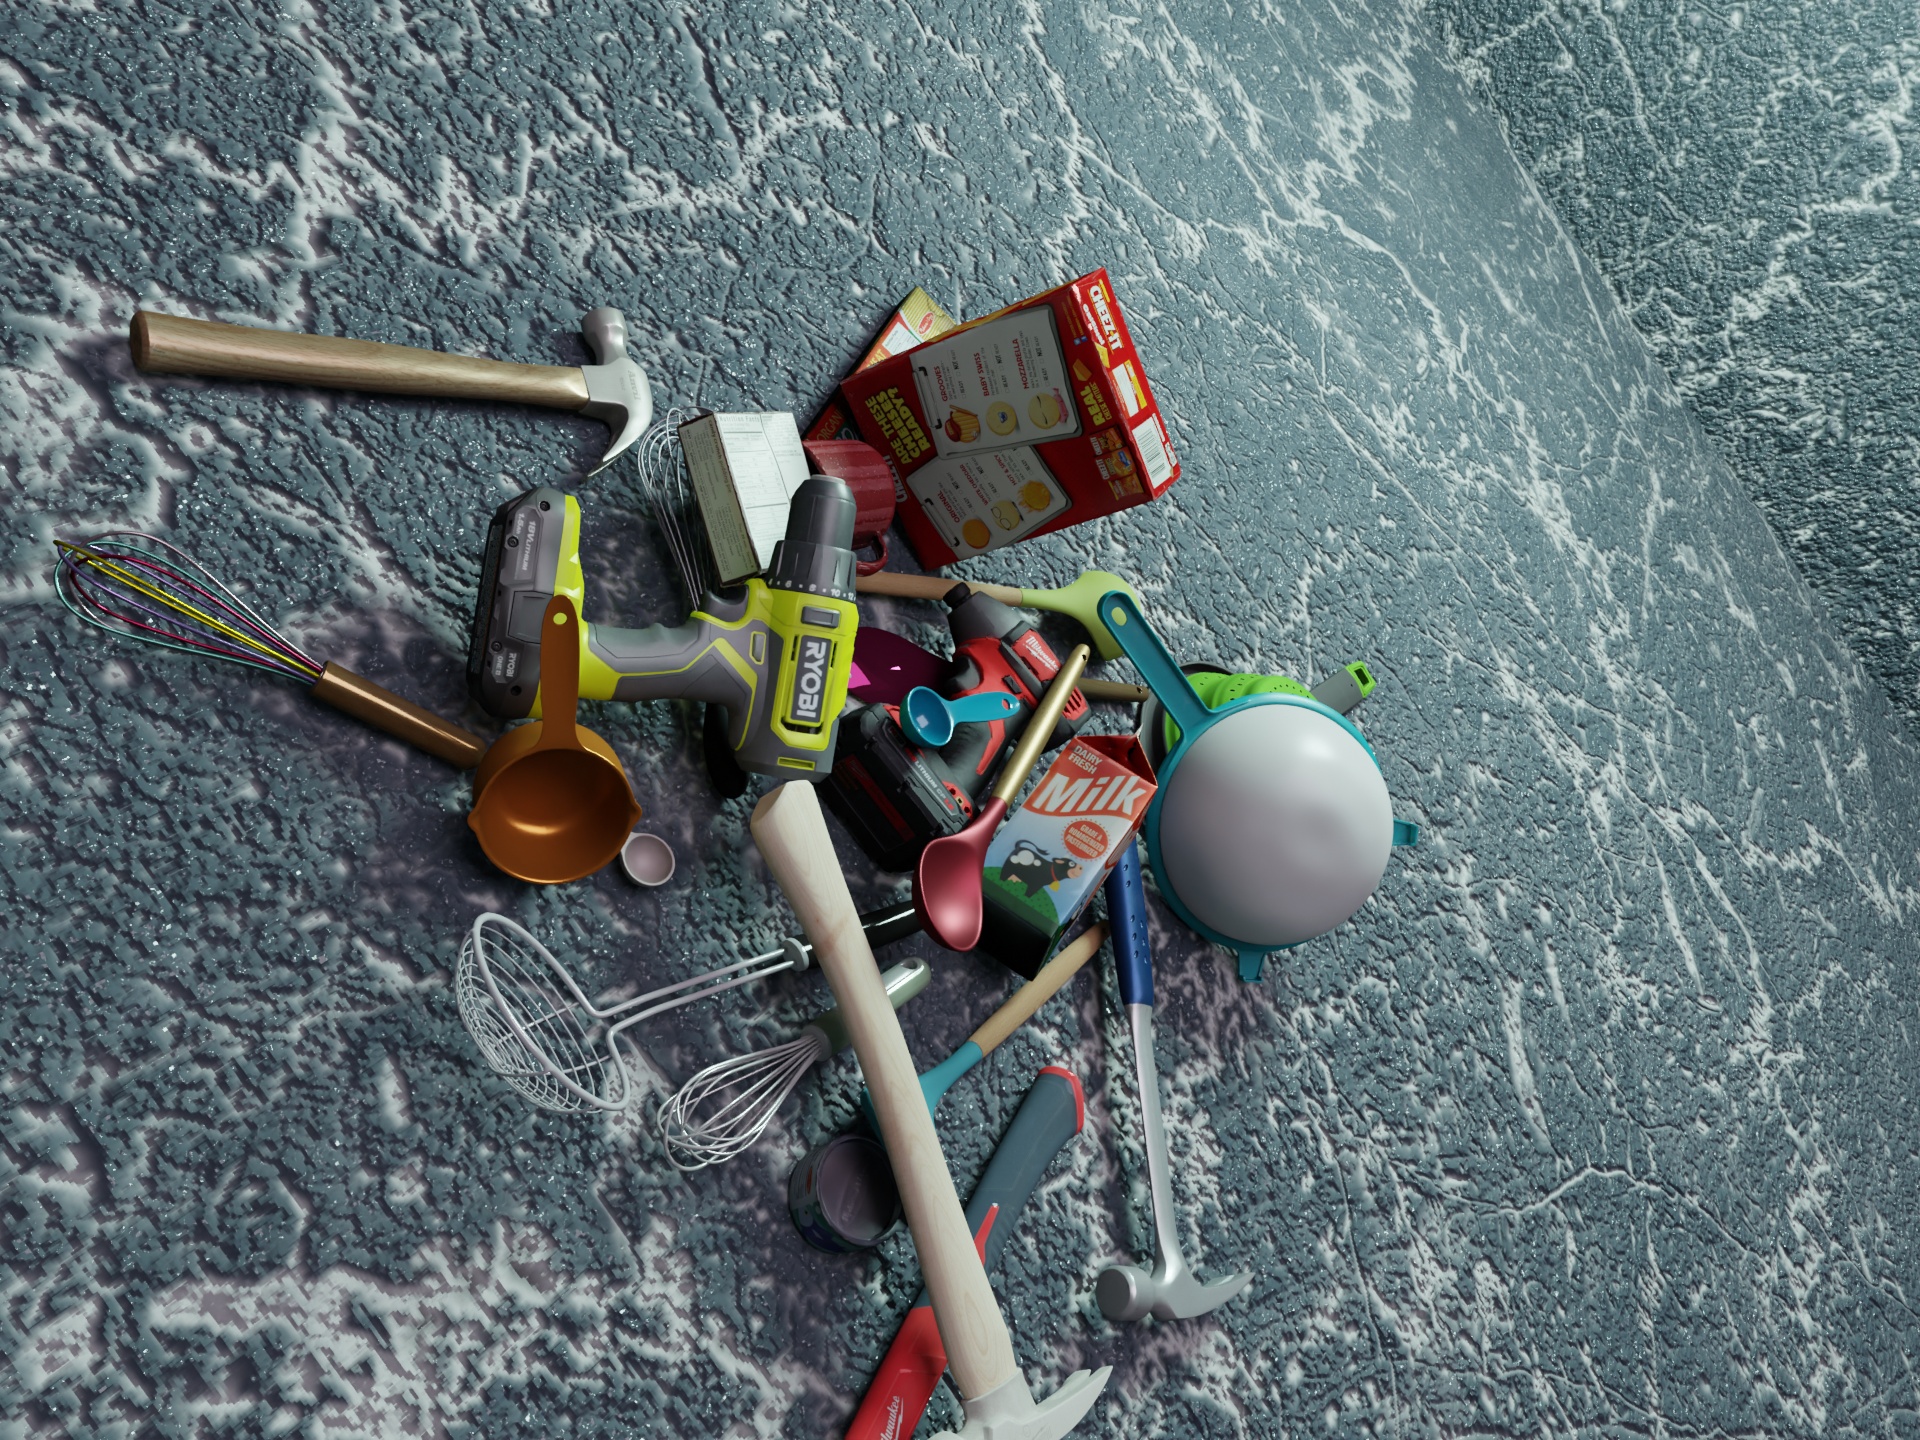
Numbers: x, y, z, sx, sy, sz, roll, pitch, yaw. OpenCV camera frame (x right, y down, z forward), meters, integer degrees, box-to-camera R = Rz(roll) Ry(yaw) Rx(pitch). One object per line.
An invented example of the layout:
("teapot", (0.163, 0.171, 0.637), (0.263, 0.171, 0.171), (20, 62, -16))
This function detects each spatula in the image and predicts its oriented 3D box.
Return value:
("spatula", (0.031, 0.210, 1.079), (0.317, 0.044, 0.082), (-34, 95, -49))

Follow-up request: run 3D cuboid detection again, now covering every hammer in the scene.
("hammer", (-0.030, 0.230, 0.946), (0.146, 0.038, 0.411), (-9, 75, -49))
("hammer", (-0.343, -0.219, 1.007), (0.331, 0.031, 0.130), (-4, 68, -43))
("hammer", (-0.022, 0.346, 0.954), (0.143, 0.038, 0.386), (45, 44, -9))
("hammer", (0.133, 0.220, 1.150), (0.144, 0.035, 0.406), (21, 54, -42))

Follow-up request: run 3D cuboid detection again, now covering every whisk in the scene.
("whisk", (-0.369, -0.033, 0.864), (0.244, 0.047, 0.051), (32, 47, -29))
("whisk", (-0.169, -0.084, 1.068), (0.070, 0.070, 0.285), (4, 67, -41))
("whisk", (-0.094, 0.200, 0.972), (0.246, 0.058, 0.059), (-27, 120, -51))

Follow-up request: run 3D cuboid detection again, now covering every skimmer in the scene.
("skimmer", (-0.131, 0.138, 0.939), (0.363, 0.090, 0.127), (-12, 57, -47))

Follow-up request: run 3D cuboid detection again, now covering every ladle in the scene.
("ladle", (0.034, 0.040, 1.079), (0.069, 0.031, 0.316), (56, 39, -22))
("ladle", (0.016, -0.094, 1.259), (0.320, 0.062, 0.078), (3, 67, -34))

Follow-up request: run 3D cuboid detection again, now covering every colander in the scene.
("colander", (0.304, 0.002, 1.412), (0.397, 0.094, 0.204), (-28, 86, -47))

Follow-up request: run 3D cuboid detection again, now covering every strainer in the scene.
("strainer", (0.221, 0.038, 1.225), (0.211, 0.095, 0.340), (-40, 105, -8))

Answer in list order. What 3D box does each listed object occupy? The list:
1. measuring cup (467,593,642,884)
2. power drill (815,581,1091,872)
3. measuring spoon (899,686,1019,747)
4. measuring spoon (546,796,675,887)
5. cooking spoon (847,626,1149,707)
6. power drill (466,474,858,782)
("measuring cup", (-0.229, 0.005, 0.892), (0.095, 0.173, 0.052), (-1, 23, -21))
("power drill", (-0.005, -0.003, 1.137), (0.143, 0.078, 0.220), (53, 46, -6))
("measuring spoon", (-0.002, -0.003, 1.082), (0.128, 0.021, 0.042), (-9, 75, -54))
("measuring spoon", (-0.227, 0.059, 0.962), (0.124, 0.018, 0.034), (40, 46, -8))
("cooking spoon", (0.033, -0.032, 1.244), (0.318, 0.017, 0.069), (5, 63, -39))
("power drill", (-0.170, -0.070, 0.969), (0.228, 0.080, 0.190), (9, 90, -25))
